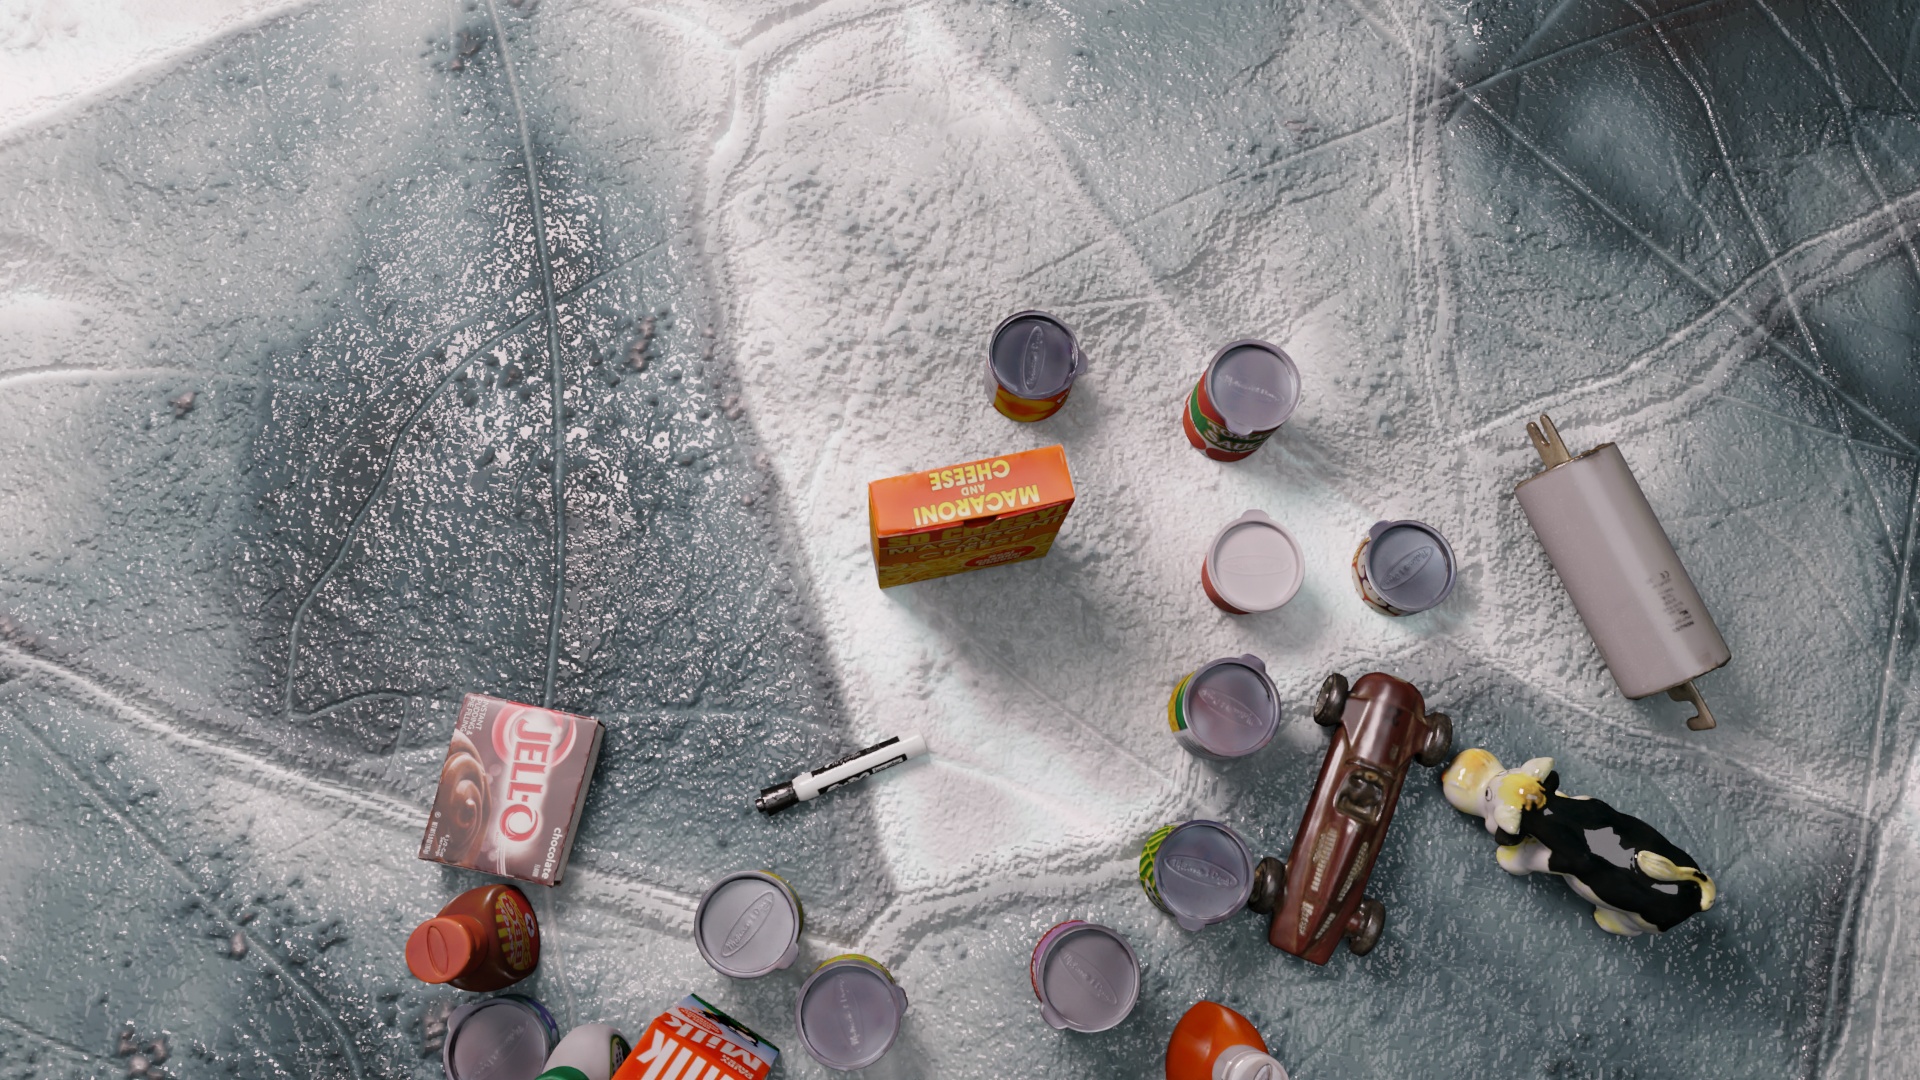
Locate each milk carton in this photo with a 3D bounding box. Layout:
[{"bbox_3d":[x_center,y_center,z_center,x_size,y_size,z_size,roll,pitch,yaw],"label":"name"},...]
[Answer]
[{"bbox_3d":[-0.161,0.324,0.813,0.072,0.190,0.073,31,78,4],"label":"milk carton"}]

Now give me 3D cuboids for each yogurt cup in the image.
[{"bbox_3d":[0.201,0.021,0.973,0.072,0.054,0.072,1,77,-3],"label":"yogurt cup"}]

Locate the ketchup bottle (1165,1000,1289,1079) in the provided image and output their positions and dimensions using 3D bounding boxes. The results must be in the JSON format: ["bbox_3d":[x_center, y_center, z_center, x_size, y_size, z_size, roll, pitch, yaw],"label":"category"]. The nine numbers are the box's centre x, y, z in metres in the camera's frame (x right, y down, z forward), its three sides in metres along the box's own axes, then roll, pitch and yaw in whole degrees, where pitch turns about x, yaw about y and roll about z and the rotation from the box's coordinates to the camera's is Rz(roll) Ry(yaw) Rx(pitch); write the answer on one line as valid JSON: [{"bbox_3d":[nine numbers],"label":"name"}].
[{"bbox_3d":[0.163,0.323,0.853,0.043,0.148,0.065,26,78,3],"label":"ketchup bottle"}]

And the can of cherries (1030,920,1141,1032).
[{"bbox_3d":[0.078,0.283,0.904,0.071,0.058,0.071,1,77,-3],"label":"can of cherries"}]

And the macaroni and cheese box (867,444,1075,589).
[{"bbox_3d":[0.003,-0.011,0.911,0.124,0.166,0.040,-11,79,-5],"label":"macaroni and cheese box"}]

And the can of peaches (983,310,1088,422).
[{"bbox_3d":[0.053,-0.123,0.995,0.071,0.058,0.071,1,77,-3],"label":"can of peaches"}]

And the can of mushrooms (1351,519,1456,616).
[{"bbox_3d":[0.314,0.019,0.990,0.071,0.033,0.071,1,77,-3],"label":"can of mushrooms"}]

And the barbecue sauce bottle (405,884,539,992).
[{"bbox_3d":[-0.296,0.244,0.846,0.044,0.148,0.065,-16,79,-6],"label":"barbecue sauce bottle"}]

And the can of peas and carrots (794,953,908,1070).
[{"bbox_3d":[-0.069,0.300,0.892,0.071,0.058,0.071,1,77,-3],"label":"can of peas and carrots"}]

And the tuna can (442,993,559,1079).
[{"bbox_3d":[-0.294,0.323,0.887,0.071,0.032,0.071,1,77,-3],"label":"tuna can"}]

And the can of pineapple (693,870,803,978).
[{"bbox_3d":[-0.135,0.249,0.900,0.071,0.057,0.071,1,77,-3],"label":"can of pineapple"}]

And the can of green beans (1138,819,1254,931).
[{"bbox_3d":[0.156,0.219,0.923,0.071,0.057,0.071,1,77,-3],"label":"can of green beans"}]

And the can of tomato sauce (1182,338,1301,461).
[{"bbox_3d":[0.197,-0.096,0.984,0.071,0.083,0.071,1,78,-3],"label":"can of tomato sauce"}]

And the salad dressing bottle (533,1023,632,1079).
[{"bbox_3d":[-0.230,0.328,0.831,0.044,0.147,0.064,2,78,-3],"label":"salad dressing bottle"}]

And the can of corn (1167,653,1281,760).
[{"bbox_3d":[0.180,0.114,0.948,0.071,0.058,0.071,1,77,-3],"label":"can of corn"}]
